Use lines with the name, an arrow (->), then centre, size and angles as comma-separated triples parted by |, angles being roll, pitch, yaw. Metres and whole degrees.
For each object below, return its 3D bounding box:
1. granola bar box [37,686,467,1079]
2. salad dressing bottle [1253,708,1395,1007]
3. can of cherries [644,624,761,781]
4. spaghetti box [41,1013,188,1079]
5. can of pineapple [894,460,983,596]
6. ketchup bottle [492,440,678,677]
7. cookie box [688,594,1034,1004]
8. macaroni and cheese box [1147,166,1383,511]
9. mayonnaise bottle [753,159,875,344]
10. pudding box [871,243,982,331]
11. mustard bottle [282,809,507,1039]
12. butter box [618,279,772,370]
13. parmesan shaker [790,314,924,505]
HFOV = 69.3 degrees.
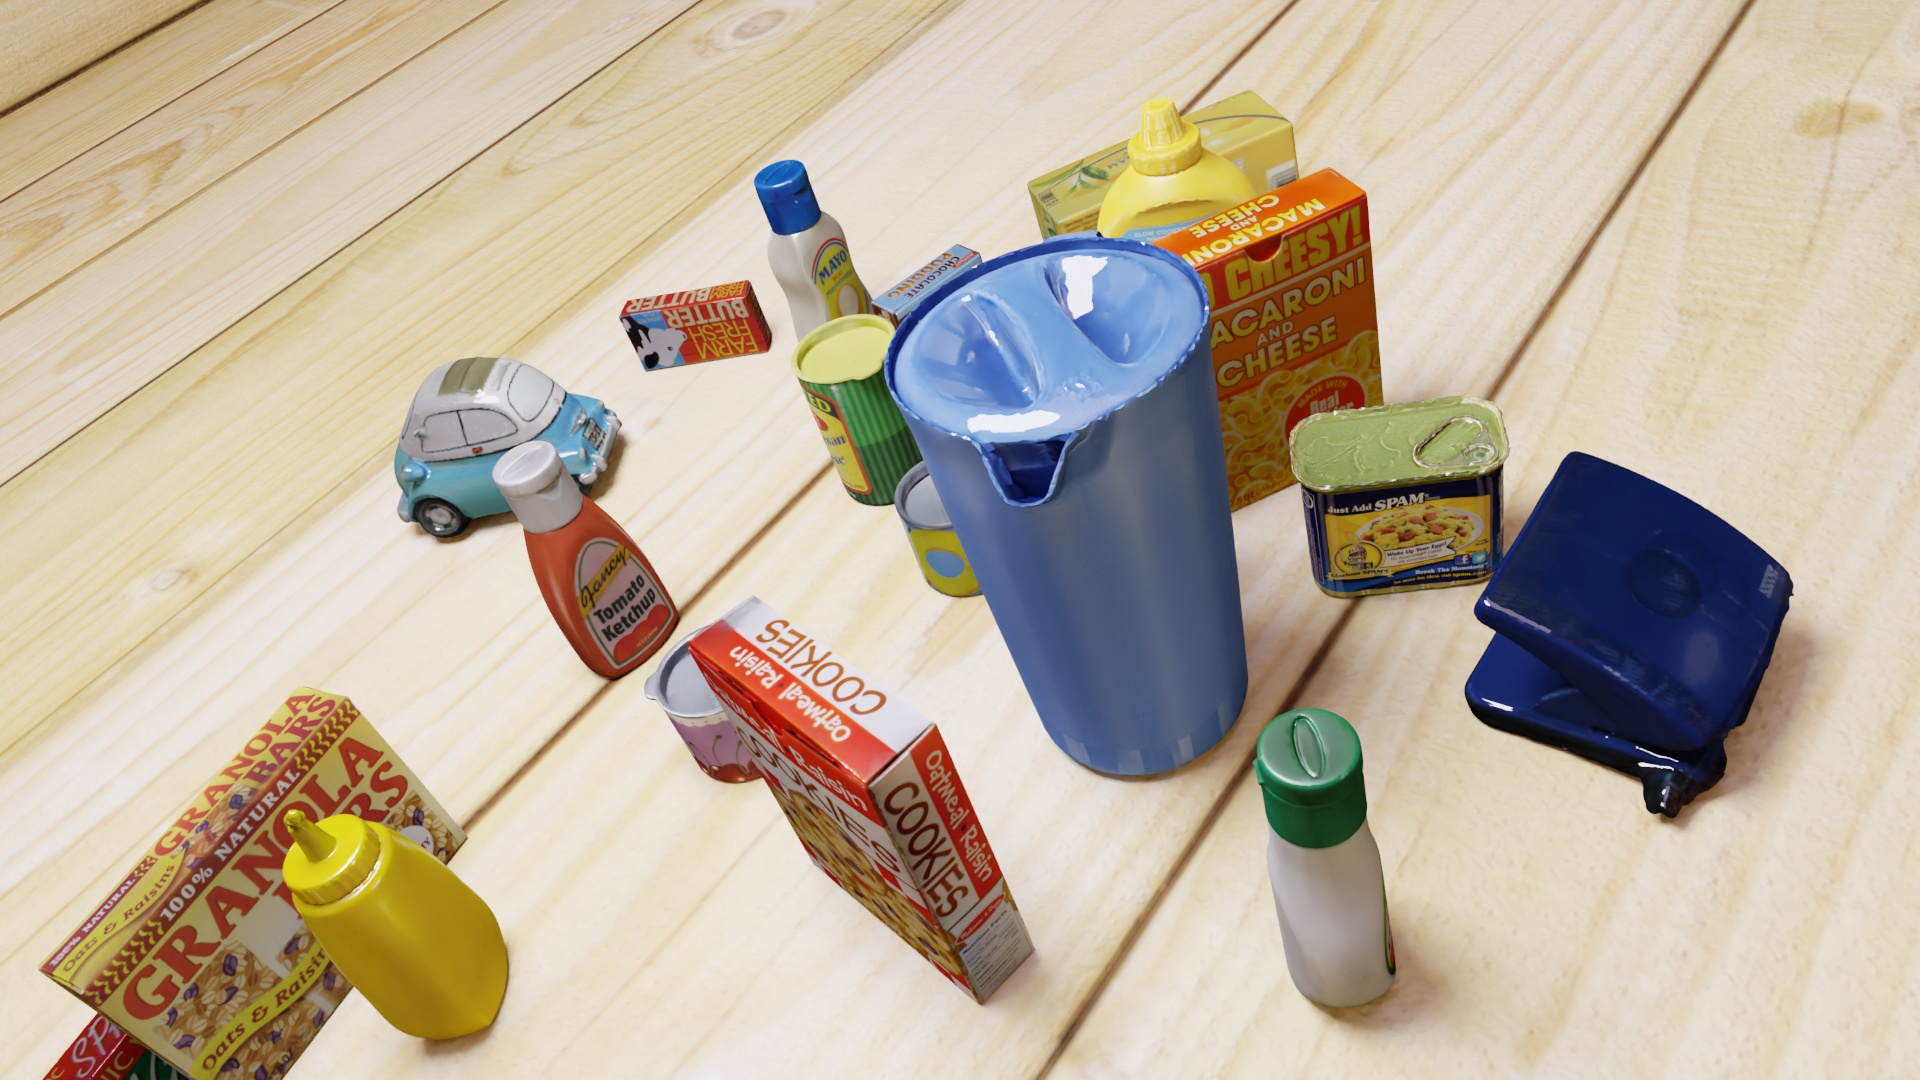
granola bar box -> -0.336, 0.174, 0.681 | 0.039, 0.123, 0.166 | 8, 48, 29
salad dressing bottle -> 0.140, 0.124, 0.534 | 0.044, 0.147, 0.064 | -13, 42, 8
can of cherries -> -0.125, 0.087, 0.744 | 0.071, 0.058, 0.072 | -11, 42, 10
spaghetti box -> -0.381, 0.212, 0.713 | 0.028, 0.050, 0.251 | 6, 47, 26
can of pineapple -> 0.003, -0.010, 0.799 | 0.071, 0.057, 0.071 | -11, 42, 10
ketchup bottle -> -0.217, 0.009, 0.794 | 0.043, 0.148, 0.065 | 21, 55, 37
cookie box -> -0.041, 0.114, 0.600 | 0.040, 0.166, 0.123 | -41, 45, -22
macaroni and cheese box -> 0.164, -0.101, 0.753 | 0.124, 0.165, 0.040 | -24, 41, -5
mayonnaise bottle -> -0.102, -0.191, 0.966 | 0.041, 0.147, 0.065 | 15, 52, 33
pudding box -> -0.018, -0.166, 0.982 | 0.084, 0.049, 0.030 | -39, 45, -21
mustard bottle -> -0.263, 0.167, 0.633 | 0.049, 0.159, 0.065 | -15, 41, 6
butter box -> -0.197, -0.161, 1.042 | 0.103, 0.053, 0.024 | -7, 43, 14
parmesan shaker -> -0.056, -0.078, 0.861 | 0.071, 0.102, 0.072 | -11, 42, 10
